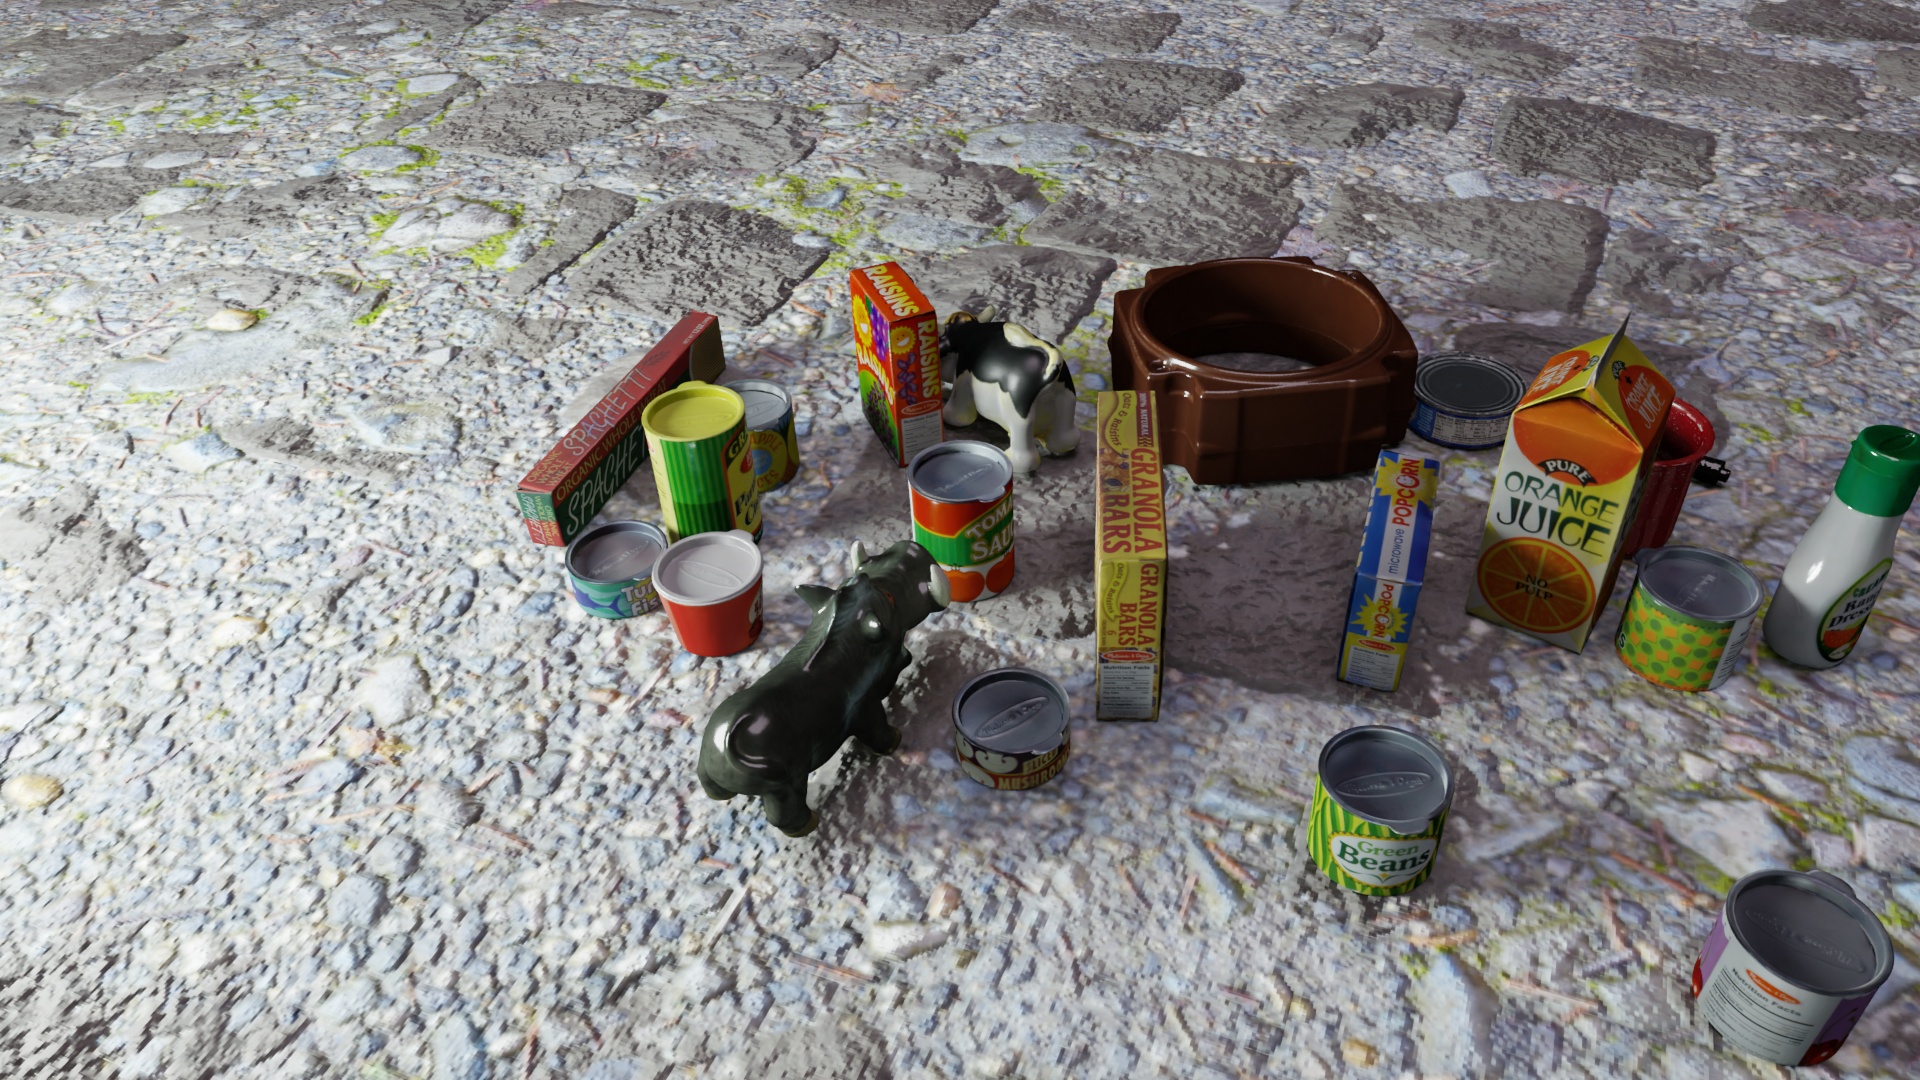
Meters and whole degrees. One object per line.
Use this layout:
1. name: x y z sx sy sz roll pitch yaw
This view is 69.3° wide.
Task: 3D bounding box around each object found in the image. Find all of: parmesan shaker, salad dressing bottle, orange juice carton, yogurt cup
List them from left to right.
1. parmesan shaker: -0.170 -0.045 0.928 0.071 0.102 0.072 -2 38 2
2. yogurt cup: -0.153 0.035 0.864 0.072 0.053 0.073 -2 38 2
3. orange juice carton: 0.357 -0.036 0.809 0.073 0.191 0.072 22 45 29
4. salad dressing bottle: 0.501 0.005 0.784 0.064 0.146 0.044 -20 41 -20

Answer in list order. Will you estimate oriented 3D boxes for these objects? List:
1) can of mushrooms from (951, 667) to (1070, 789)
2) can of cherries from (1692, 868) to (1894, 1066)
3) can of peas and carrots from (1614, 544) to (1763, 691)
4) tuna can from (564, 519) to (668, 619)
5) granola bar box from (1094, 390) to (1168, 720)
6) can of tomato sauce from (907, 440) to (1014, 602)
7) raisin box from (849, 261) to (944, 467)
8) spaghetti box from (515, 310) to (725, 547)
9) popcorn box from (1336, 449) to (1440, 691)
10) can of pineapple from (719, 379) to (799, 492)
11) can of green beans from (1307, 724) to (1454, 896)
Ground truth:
1. can of mushrooms: 0.030 0.107 0.779 0.071 0.033 0.071 -2 38 2
2. can of cherries: 0.376 0.192 0.628 0.071 0.058 0.072 -2 38 2
3. can of peas and carrots: 0.421 0.044 0.810 0.071 0.058 0.071 -2 38 2
4. tuna can: -0.220 0.020 0.906 0.071 0.032 0.071 -2 38 2
5. granola bar box: 0.100 0.006 0.828 0.039 0.123 0.166 0 39 5
6. can of tomato sauce: 0.003 -0.011 0.889 0.071 0.082 0.071 -2 38 2
7. raisin box: -0.045 -0.128 1.007 0.040 0.122 0.086 -16 40 -15
8. spaghetti box: -0.244 -0.088 1.030 0.029 0.050 0.251 10 40 16
9. popcorn box: 0.258 0.016 0.835 0.038 0.084 0.127 10 40 17
10. can of pineapple: -0.151 -0.074 0.999 0.071 0.057 0.071 -2 38 2
11. can of green beans: 0.213 0.138 0.708 0.071 0.057 0.071 -2 38 2
